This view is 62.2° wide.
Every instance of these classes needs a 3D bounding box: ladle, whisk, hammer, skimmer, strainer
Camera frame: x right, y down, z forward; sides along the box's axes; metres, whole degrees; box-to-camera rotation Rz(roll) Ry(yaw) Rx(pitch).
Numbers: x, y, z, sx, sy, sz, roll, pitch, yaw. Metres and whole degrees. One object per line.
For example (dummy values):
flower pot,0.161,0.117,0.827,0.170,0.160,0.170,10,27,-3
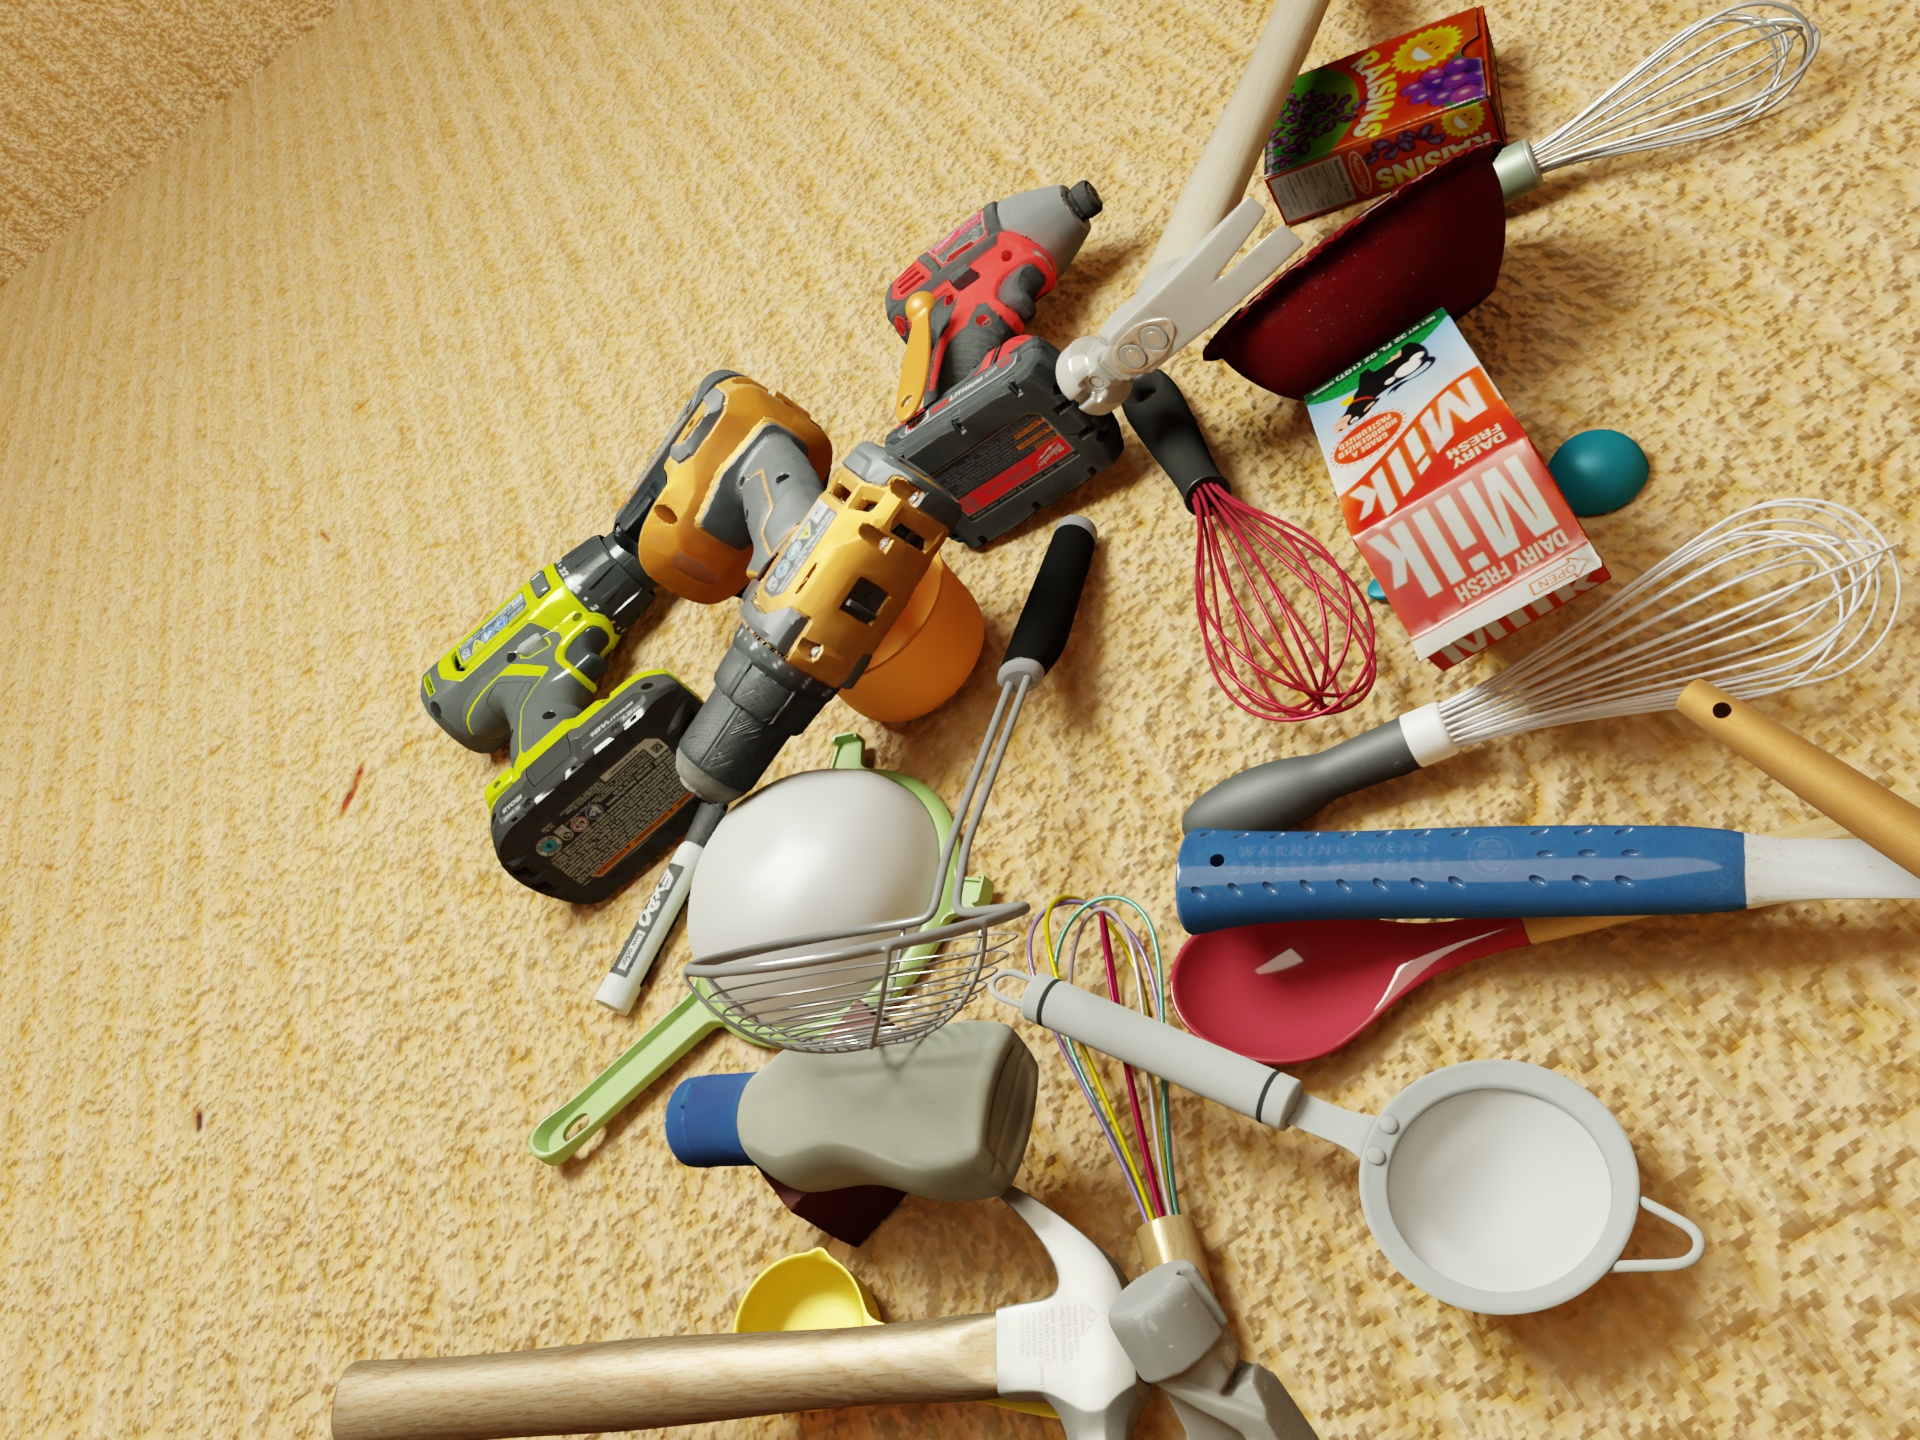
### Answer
ladle,0.227,0.064,0.569,0.315,0.031,0.069,-19,51,20
whisk,0.073,0.166,0.589,0.051,0.047,0.245,-21,51,10
hammer,0.269,0.044,0.519,0.405,0.035,0.144,-4,59,28
skimmer,-0.001,-0.002,0.676,0.127,0.090,0.364,-12,35,30
strainer,-0.118,0.108,0.748,0.256,0.069,0.152,-42,43,-3
whisk,0.213,-0.007,0.617,0.284,0.070,0.070,-25,45,23
strainer,0.119,0.135,0.550,0.259,0.050,0.087,19,60,30
hammer,-0.034,0.309,0.526,0.359,0.036,0.149,-32,85,23
hammer,-0.092,0.244,0.598,0.331,0.031,0.130,-11,55,17
whisk,0.122,-0.096,0.753,0.073,0.073,0.296,-30,38,12
whisk,0.290,-0.278,0.784,0.246,0.057,0.059,-21,45,28
hammer,0.164,-0.334,0.830,0.146,0.038,0.411,-32,28,53

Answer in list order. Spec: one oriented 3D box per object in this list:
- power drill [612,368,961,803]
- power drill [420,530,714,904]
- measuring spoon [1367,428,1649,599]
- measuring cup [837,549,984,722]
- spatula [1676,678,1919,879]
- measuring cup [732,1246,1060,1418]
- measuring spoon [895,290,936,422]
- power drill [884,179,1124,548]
power drill,-0.106,-0.073,0.810,0.185,0.084,0.226,-56,36,6
power drill,-0.211,-0.021,0.914,0.190,0.080,0.229,-41,40,3
measuring spoon,0.233,-0.090,0.689,0.128,0.021,0.042,-28,45,12
measuring cup,-0.050,-0.058,0.849,0.095,0.052,0.174,-47,36,-3
spatula,0.331,0.084,0.424,0.081,0.041,0.323,-49,52,6
measuring cup,-0.013,0.244,0.605,0.156,0.029,0.062,3,60,23
measuring spoon,-0.027,-0.199,0.858,0.021,0.011,0.117,-29,37,30
power drill,0.024,-0.213,0.892,0.143,0.078,0.220,-29,40,27
